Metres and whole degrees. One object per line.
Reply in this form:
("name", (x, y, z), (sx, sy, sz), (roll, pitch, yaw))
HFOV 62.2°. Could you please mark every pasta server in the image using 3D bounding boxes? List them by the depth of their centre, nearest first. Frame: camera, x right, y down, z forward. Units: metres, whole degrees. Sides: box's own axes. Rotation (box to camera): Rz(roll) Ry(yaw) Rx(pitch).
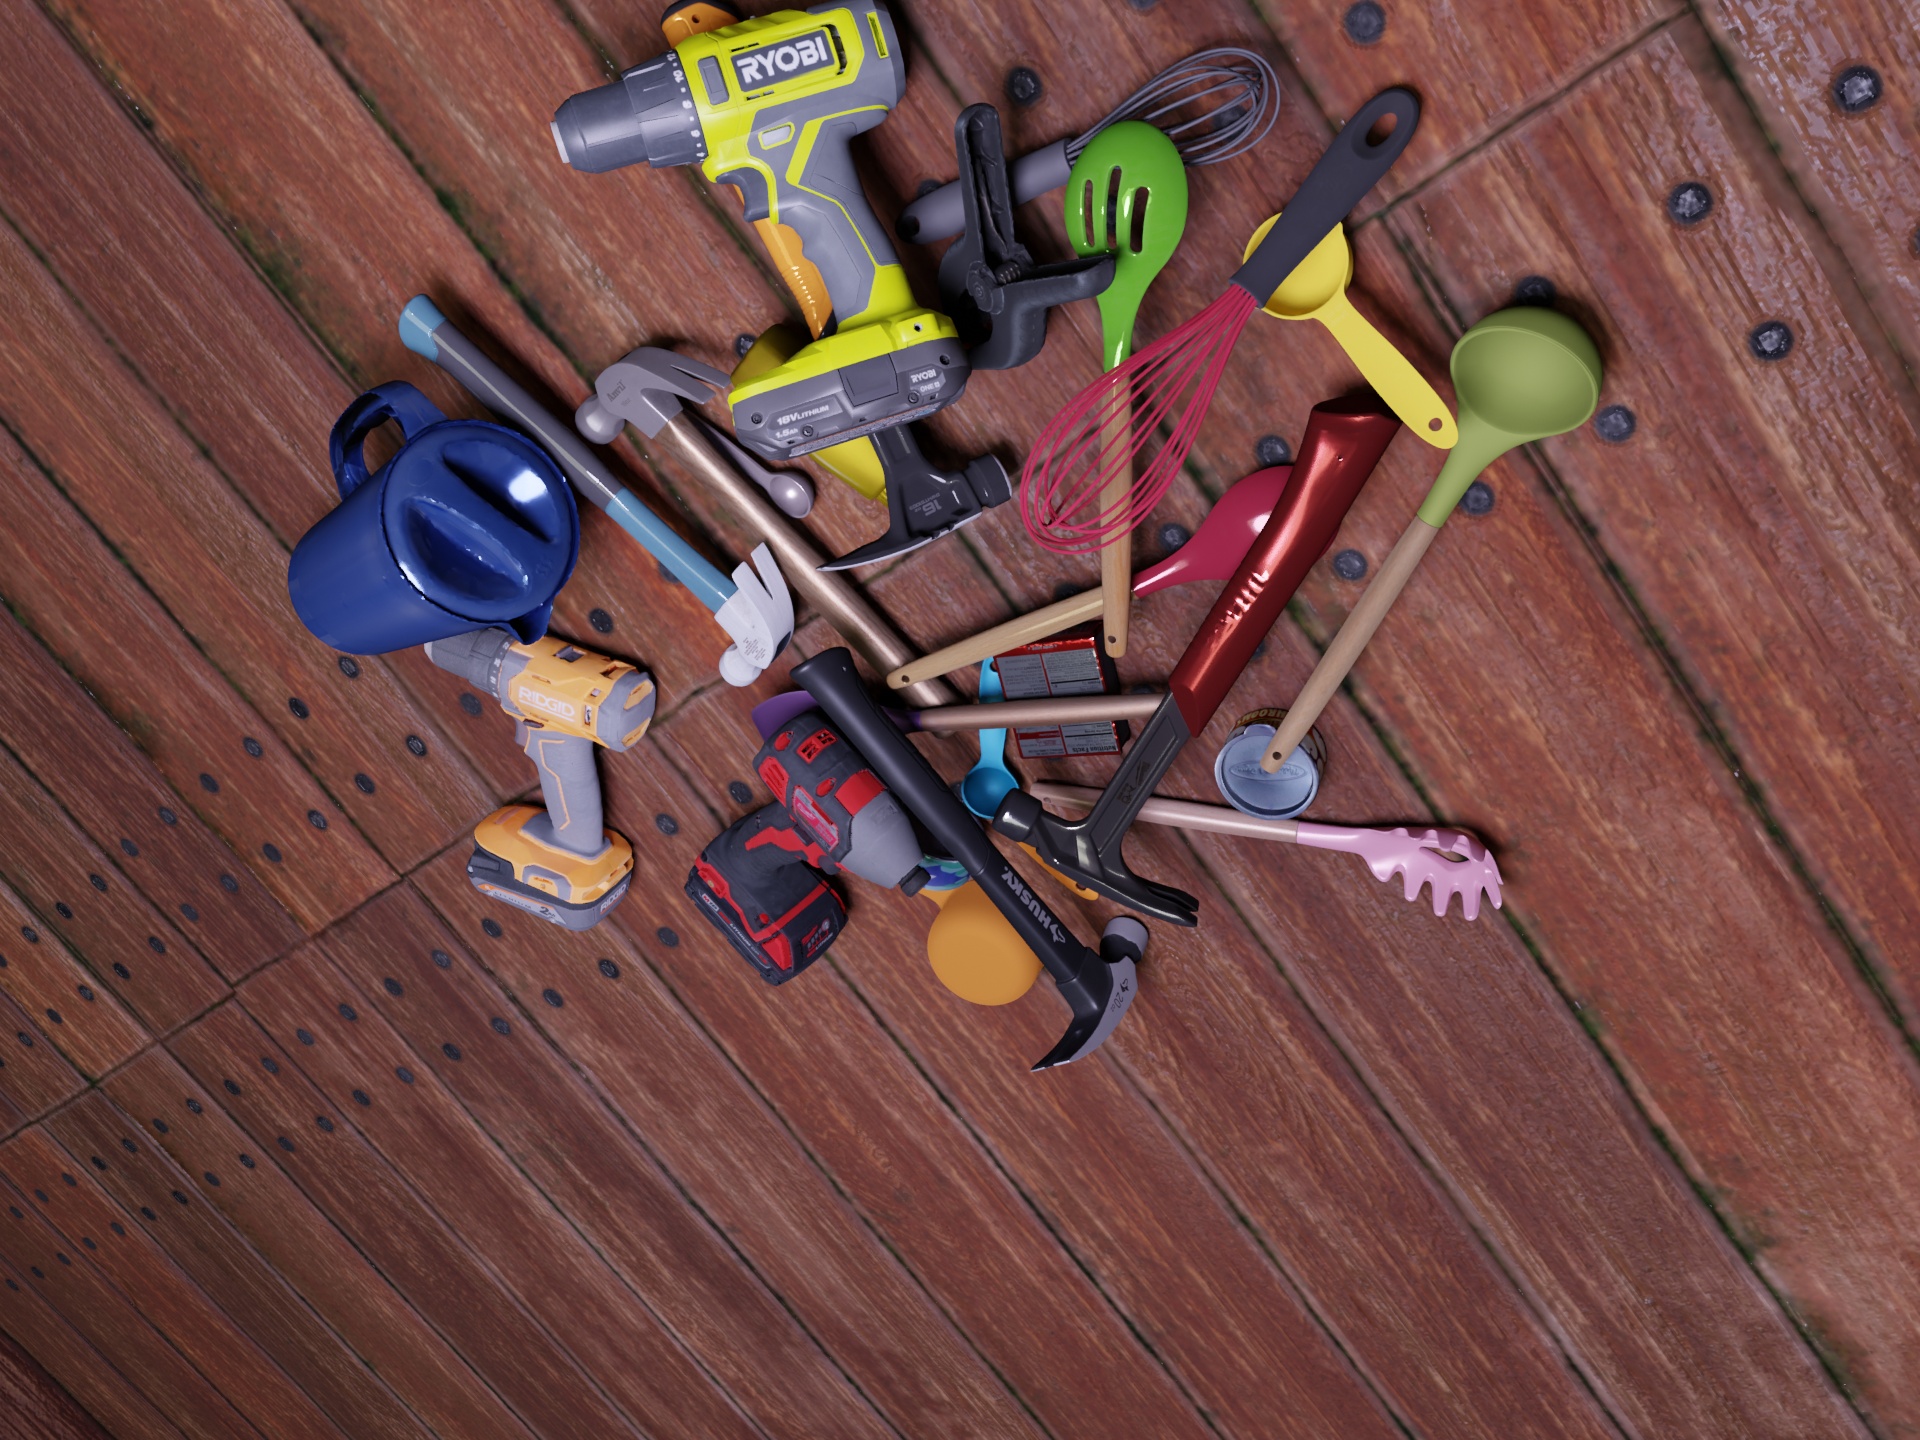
("pasta server", (0.194, 0.074, 1.048), (0.316, 0.040, 0.060), (8, 133, 20))

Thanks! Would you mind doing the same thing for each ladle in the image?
("ladle", (0.248, -0.087, 0.897), (0.078, 0.062, 0.320), (31, 122, 7))
("ladle", (0.085, -0.076, 0.989), (0.315, 0.031, 0.069), (-21, 111, 26))

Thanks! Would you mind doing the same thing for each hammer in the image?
("hammer", (-0.094, -0.256, 0.933), (0.127, 0.034, 0.337), (-27, 99, -11))
("hammer", (0.159, -0.031, 0.948), (0.149, 0.037, 0.359), (27, 121, -4))
("hammer", (0.003, 0.084, 1.052), (0.035, 0.146, 0.334), (-26, 112, 39))
("hammer", (-0.113, -0.113, 1.059), (0.331, 0.031, 0.130), (46, 146, -12))
("hammer", (-0.243, -0.157, 1.069), (0.331, 0.033, 0.128), (43, 149, -7))

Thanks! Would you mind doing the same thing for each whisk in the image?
("whisk", (0.135, -0.207, 0.827), (0.073, 0.073, 0.296), (40, 97, -3))
("whisk", (0.062, -0.306, 0.874), (0.239, 0.055, 0.055), (-11, 114, 33))

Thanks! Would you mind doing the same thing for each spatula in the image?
("spatula", (-0.002, -0.003, 1.057), (0.316, 0.018, 0.059), (-3, 130, 25))

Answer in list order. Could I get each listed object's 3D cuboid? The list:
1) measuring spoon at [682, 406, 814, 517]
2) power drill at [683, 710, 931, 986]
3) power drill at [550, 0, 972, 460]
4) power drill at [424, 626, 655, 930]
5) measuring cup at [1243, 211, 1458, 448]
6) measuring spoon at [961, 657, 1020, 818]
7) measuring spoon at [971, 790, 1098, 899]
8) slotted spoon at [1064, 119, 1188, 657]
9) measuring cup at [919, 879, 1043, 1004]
("measuring spoon", (-0.145, -0.179, 1.060), (0.124, 0.018, 0.034), (36, 146, 8))
("power drill", (-0.106, 0.098, 1.126), (0.143, 0.078, 0.219), (46, 142, 5))
("power drill", (-0.103, -0.265, 0.874), (0.190, 0.080, 0.228), (-19, 95, -6))
("power drill", (-0.333, 0.033, 1.231), (0.185, 0.084, 0.226), (20, 121, 14))
("measuring cup", (0.214, -0.206, 0.852), (0.062, 0.029, 0.156), (-42, 83, 25))
("measuring spoon", (0.024, 0.007, 1.099), (0.042, 0.021, 0.128), (7, 113, 11))
("measuring spoon", (0.052, 0.092, 1.136), (0.117, 0.011, 0.021), (40, 127, -3))
("slotted spoon", (0.090, -0.171, 0.895), (0.070, 0.031, 0.313), (15, 127, 26))
("measuring cup", (-0.017, 0.146, 1.174), (0.173, 0.052, 0.095), (30, 127, 2))
